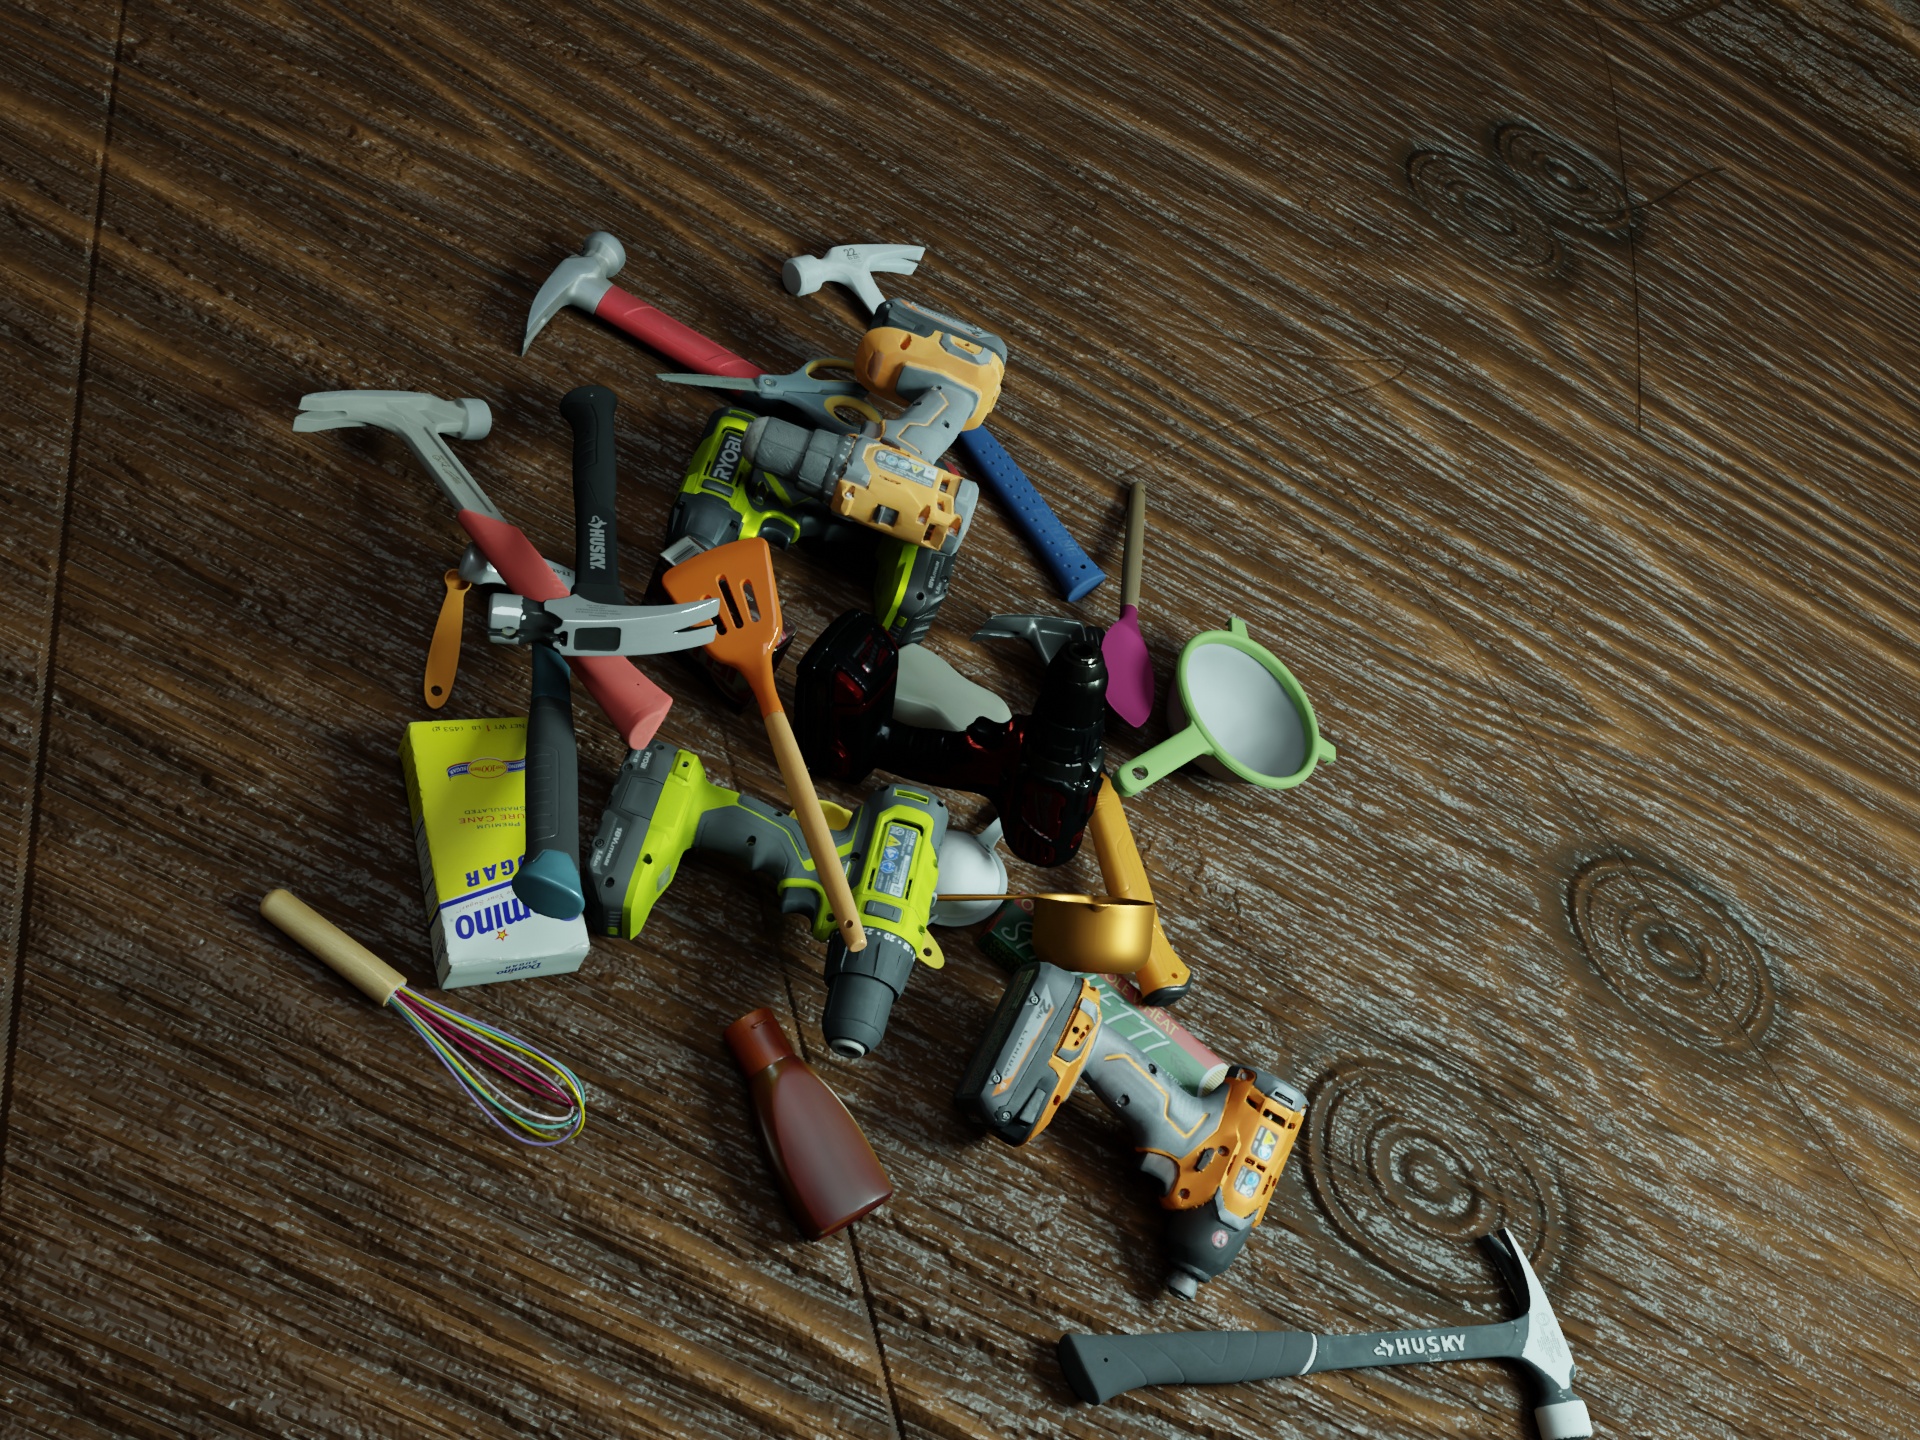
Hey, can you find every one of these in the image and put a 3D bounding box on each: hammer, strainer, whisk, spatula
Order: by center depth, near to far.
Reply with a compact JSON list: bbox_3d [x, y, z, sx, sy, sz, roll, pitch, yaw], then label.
[{"bbox_3d":[-0.331,0.179,0.988,0.245,0.047,0.051,36,53,3],"label":"whisk"},{"bbox_3d":[-0.277,0.000,1.072,0.128,0.033,0.331,16,36,-27],"label":"hammer"},{"bbox_3d":[-0.122,0.013,1.074,0.081,0.041,0.323,-22,58,-4],"label":"spatula"},{"bbox_3d":[0.257,0.436,1.111,0.408,0.036,0.149,6,57,-22],"label":"hammer"},{"bbox_3d":[-0.322,-0.114,1.118,0.149,0.036,0.359,-12,53,-48],"label":"hammer"},{"bbox_3d":[-0.257,-0.153,1.143,0.146,0.035,0.335,3,37,-16],"label":"hammer"},{"bbox_3d":[0.033,0.077,1.229,0.087,0.050,0.258,34,47,16],"label":"strainer"},{"bbox_3d":[0.105,0.063,1.241,0.127,0.034,0.337,5,56,-35],"label":"hammer"},{"bbox_3d":[0.192,0.020,1.309,0.256,0.069,0.151,-26,78,-43],"label":"strainer"},{"bbox_3d":[-0.176,-0.271,1.350,0.386,0.038,0.143,29,53,-6],"label":"hammer"},{"bbox_3d":[0.003,-0.279,1.441,0.144,0.035,0.406,-25,73,-35],"label":"hammer"}]

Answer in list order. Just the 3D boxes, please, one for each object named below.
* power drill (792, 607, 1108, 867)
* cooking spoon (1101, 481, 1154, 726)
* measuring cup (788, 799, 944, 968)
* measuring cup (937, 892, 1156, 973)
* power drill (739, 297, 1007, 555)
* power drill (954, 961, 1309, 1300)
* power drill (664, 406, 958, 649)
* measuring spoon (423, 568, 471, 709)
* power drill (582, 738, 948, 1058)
[{"bbox_3d":[-0.002,-0.004,1.141,0.227,0.187,0.080,21,42,14],"label":"power drill"},{"bbox_3d":[0.147,-0.111,1.382,0.068,0.017,0.319,41,37,-26],"label":"cooking spoon"},{"bbox_3d":[-0.071,0.125,1.157,0.156,0.029,0.062,47,52,5],"label":"measuring cup"},{"bbox_3d":[0.052,0.151,1.140,0.173,0.095,0.052,2,88,2],"label":"measuring cup"},{"bbox_3d":[-0.064,-0.243,1.275,0.185,0.084,0.226,20,49,-5],"label":"power drill"},{"bbox_3d":[0.115,0.284,1.098,0.226,0.084,0.164,30,71,-7],"label":"power drill"},{"bbox_3d":[-0.119,-0.146,1.276,0.223,0.080,0.171,20,53,-9],"label":"power drill"},{"bbox_3d":[-0.370,-0.058,1.141,0.021,0.011,0.117,17,57,-28],"label":"measuring spoon"},{"bbox_3d":[-0.132,0.114,1.073,0.228,0.080,0.191,16,56,-2],"label":"power drill"}]
